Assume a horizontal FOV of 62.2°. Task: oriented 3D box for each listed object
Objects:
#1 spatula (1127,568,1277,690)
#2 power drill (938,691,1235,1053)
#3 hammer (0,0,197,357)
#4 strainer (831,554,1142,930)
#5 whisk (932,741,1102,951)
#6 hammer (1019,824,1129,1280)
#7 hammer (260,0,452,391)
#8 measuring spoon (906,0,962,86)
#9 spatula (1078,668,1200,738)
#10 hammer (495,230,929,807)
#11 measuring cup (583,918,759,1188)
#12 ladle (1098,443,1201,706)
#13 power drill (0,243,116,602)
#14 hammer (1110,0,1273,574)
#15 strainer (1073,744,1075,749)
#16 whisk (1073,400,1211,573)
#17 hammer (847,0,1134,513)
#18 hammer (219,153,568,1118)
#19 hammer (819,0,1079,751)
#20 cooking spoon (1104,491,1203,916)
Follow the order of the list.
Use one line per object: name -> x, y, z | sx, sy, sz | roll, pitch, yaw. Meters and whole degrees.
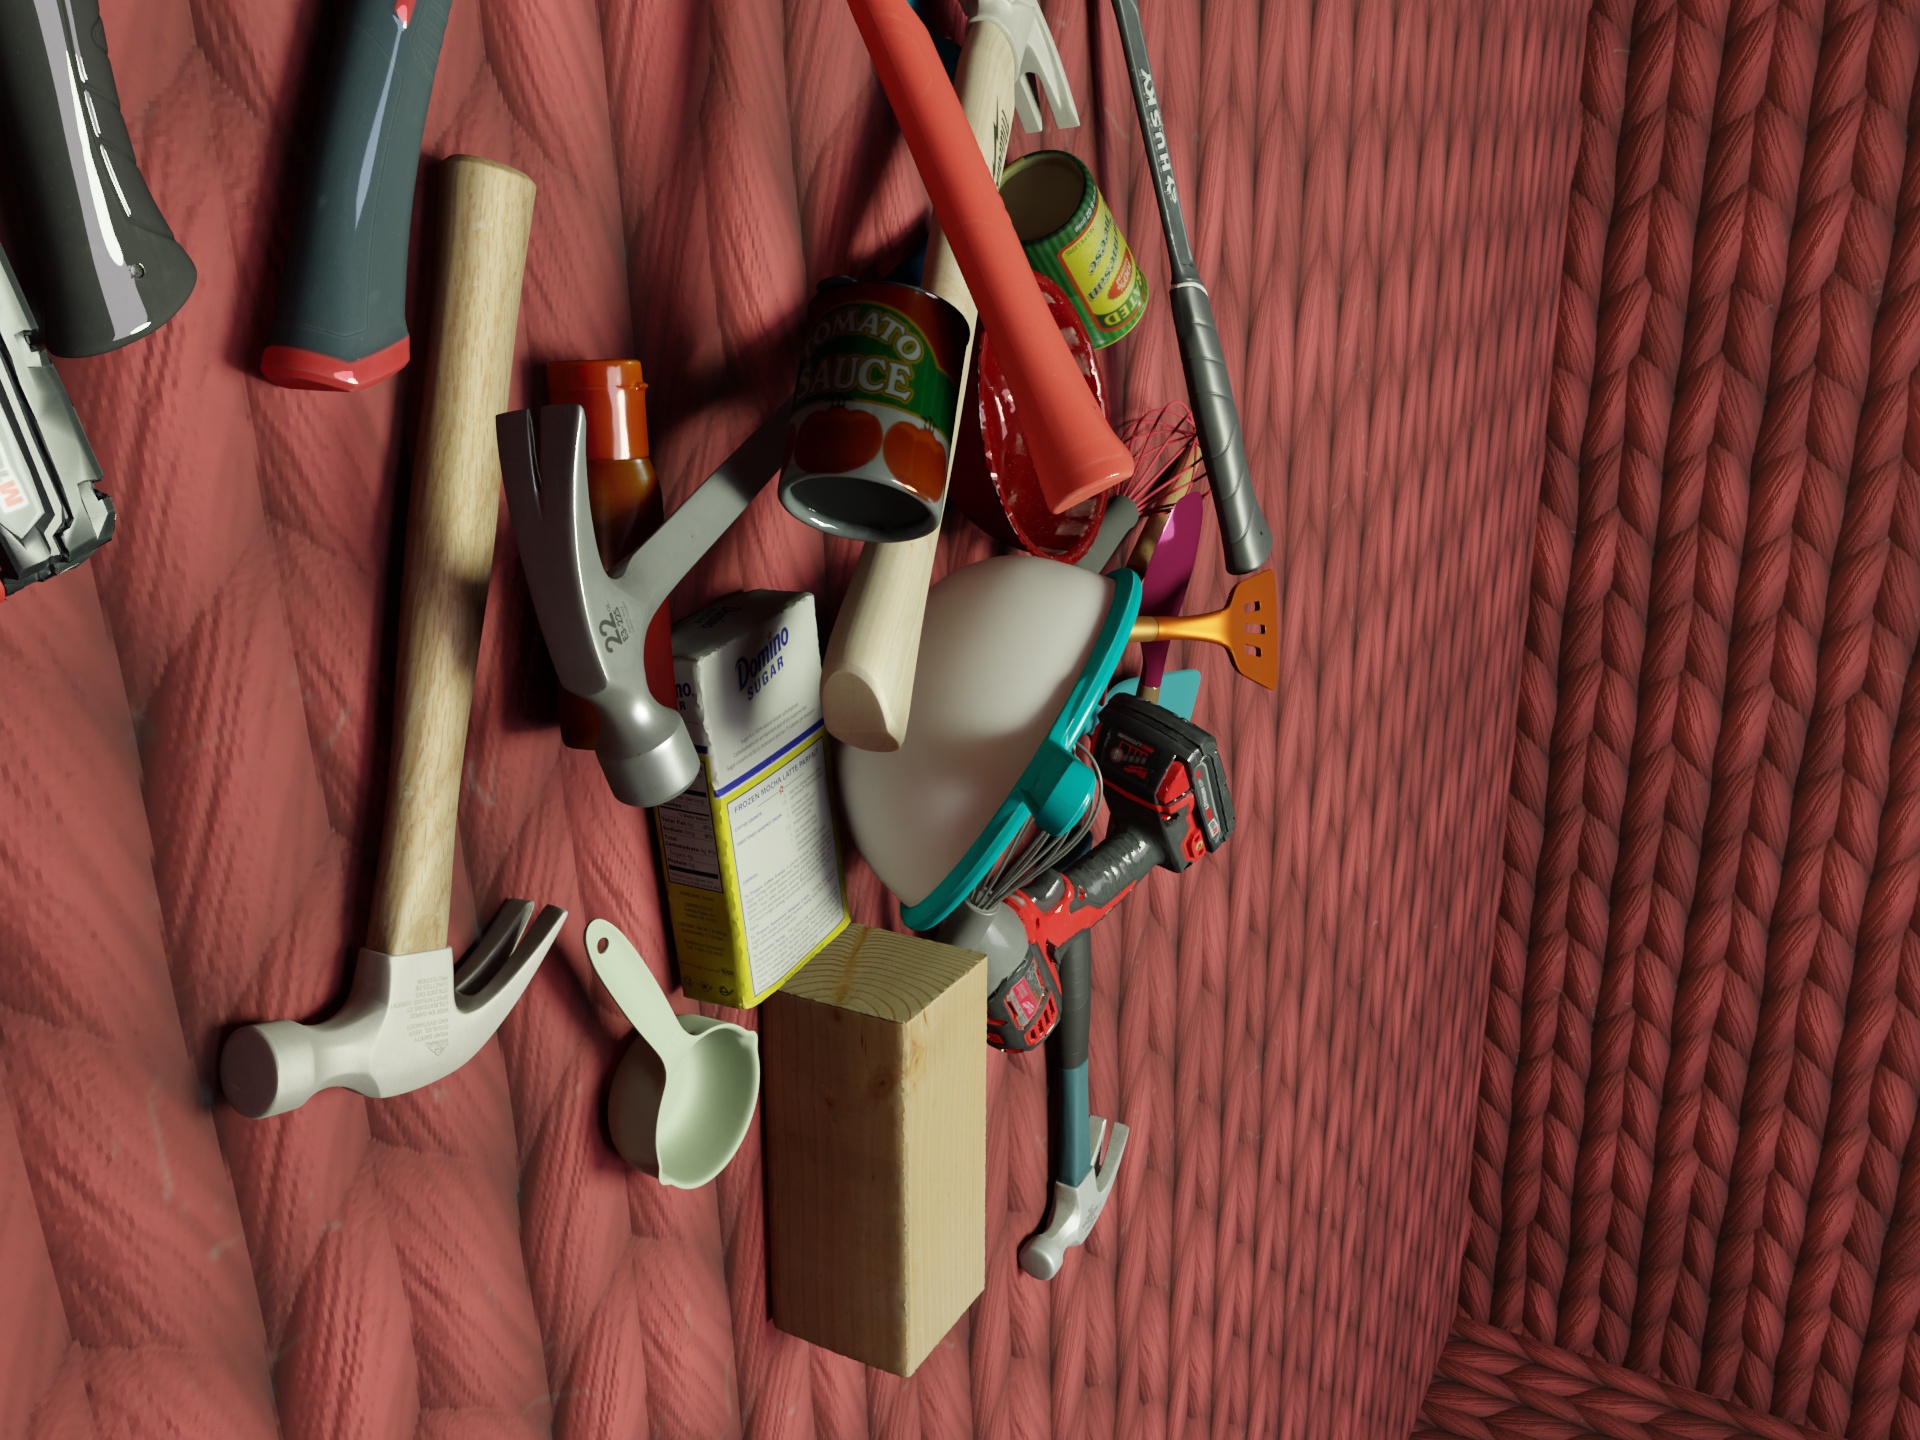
spatula -> 0.090, -0.054, 0.957 | 0.322, 0.041, 0.081 | -3, 92, -34
power drill -> 0.072, 0.094, 1.001 | 0.220, 0.079, 0.143 | -46, 141, -19
hammer -> -0.248, -0.257, 0.380 | 0.146, 0.035, 0.334 | -37, 130, -53
strainer -> -0.001, -0.002, 0.733 | 0.211, 0.095, 0.340 | -58, -175, 2
whisk -> 0.014, 0.101, 0.877 | 0.055, 0.055, 0.238 | -36, 159, -53
hammer -> 0.080, 0.233, 1.147 | 0.128, 0.033, 0.330 | -34, 127, -53
hammer -> -0.175, -0.296, 0.500 | 0.143, 0.038, 0.386 | 18, 83, -61
measuring spoon -> -0.018, -0.354, 0.789 | 0.042, 0.021, 0.128 | -67, 151, -24
spatula -> 0.071, 0.012, 1.048 | 0.317, 0.044, 0.082 | -13, 122, -59
hammer -> -0.066, -0.141, 0.687 | 0.406, 0.035, 0.144 | -60, 142, -49
measuring cup -> -0.141, 0.140, 0.703 | 0.083, 0.038, 0.167 | -58, 143, -36
ladle -> 0.128, -0.116, 1.098 | 0.316, 0.031, 0.069 | -60, 160, -48
power drill -> -0.305, -0.059, 0.297 | 0.227, 0.080, 0.187 | -44, 135, -44
hammer -> 0.138, -0.288, 1.000 | 0.149, 0.036, 0.408 | -37, 117, -49
strainer -> 0.045, -0.110, 0.967 | 0.087, 0.050, 0.258 | -21, 111, -70
whisk -> 0.108, -0.140, 1.018 | 0.296, 0.073, 0.073 | -49, 139, -54
hammer -> -0.021, -0.251, 0.619 | 0.149, 0.036, 0.359 | -12, 78, -63
hammer -> -0.185, -0.031, 0.571 | 0.130, 0.031, 0.331 | 1, 97, -61
hammer -> -0.004, -0.178, 0.743 | 0.146, 0.038, 0.411 | 48, 47, -59
cooking spoon -> 0.124, -0.002, 1.081 | 0.069, 0.017, 0.318 | -28, 134, -51
